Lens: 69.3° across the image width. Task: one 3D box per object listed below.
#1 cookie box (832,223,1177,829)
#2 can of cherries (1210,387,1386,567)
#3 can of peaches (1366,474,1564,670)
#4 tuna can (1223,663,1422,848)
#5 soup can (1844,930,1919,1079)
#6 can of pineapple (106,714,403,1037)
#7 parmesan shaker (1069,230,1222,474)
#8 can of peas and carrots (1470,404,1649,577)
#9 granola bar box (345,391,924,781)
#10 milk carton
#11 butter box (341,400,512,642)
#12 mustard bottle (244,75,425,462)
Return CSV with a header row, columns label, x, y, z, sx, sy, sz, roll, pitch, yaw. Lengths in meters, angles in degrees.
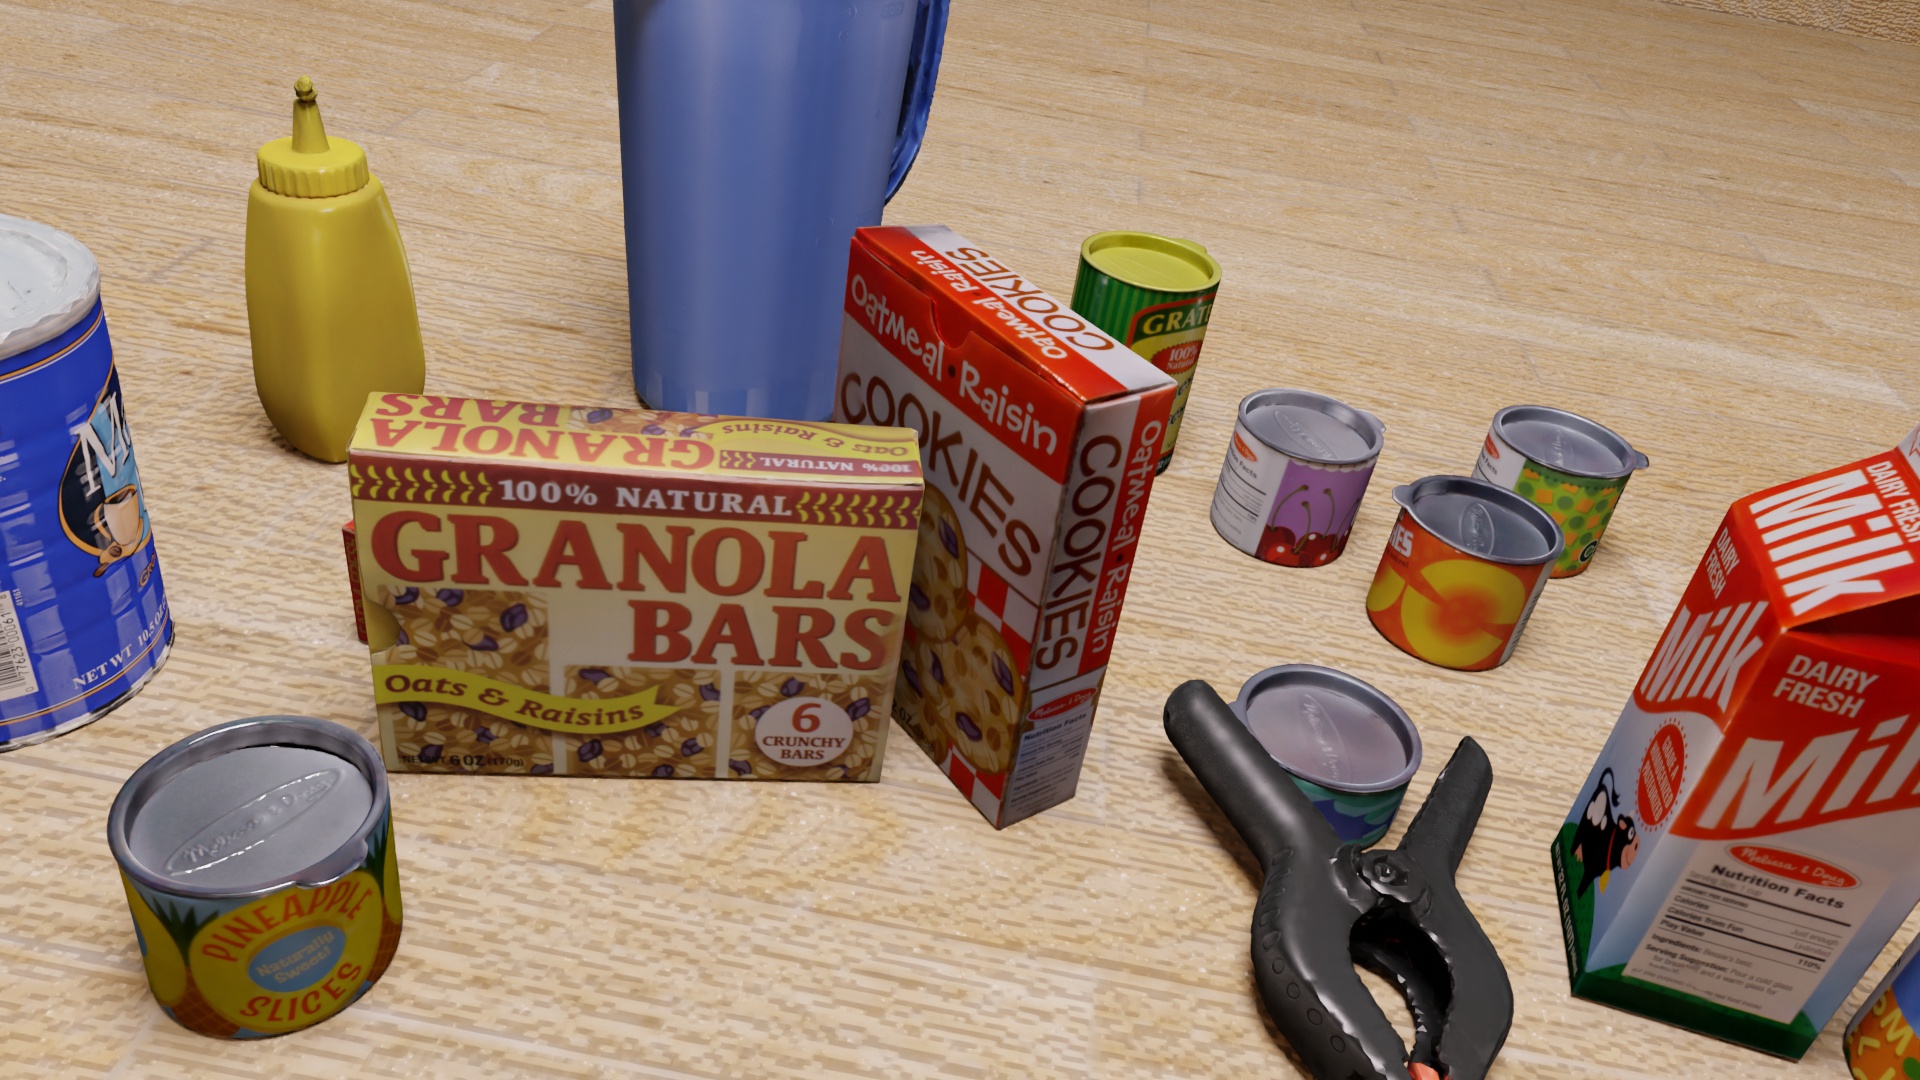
label,x,y,z,sx,sy,sz,roll,pitch,yaw
cookie box,0.002,-0.006,0.469,0.040,0.166,0.123,-16,41,-33
can of cherries,0.156,-0.029,0.640,0.071,0.058,0.072,7,34,-4
can of peaches,0.211,0.013,0.592,0.071,0.057,0.071,7,34,-4
tuna can,0.125,0.077,0.498,0.071,0.032,0.071,7,34,-4
soup can,0.315,0.140,0.406,0.071,0.083,0.072,7,34,-4
can of pineapple,-0.188,0.091,0.377,0.071,0.057,0.071,7,34,-4
parmesan shaker,0.083,-0.089,0.670,0.071,0.102,0.072,7,34,-4
can of peas and carrots,0.280,-0.023,0.662,0.071,0.058,0.071,7,34,-4
granola bar box,-0.101,0.020,0.445,0.166,0.123,0.039,3,34,-10
milk carton,0.250,0.059,0.415,0.073,0.189,0.073,15,34,8
butter box,-0.189,-0.007,0.527,0.024,0.052,0.104,16,34,10
mustard bottle,-0.259,-0.112,0.569,0.049,0.159,0.065,22,35,18
